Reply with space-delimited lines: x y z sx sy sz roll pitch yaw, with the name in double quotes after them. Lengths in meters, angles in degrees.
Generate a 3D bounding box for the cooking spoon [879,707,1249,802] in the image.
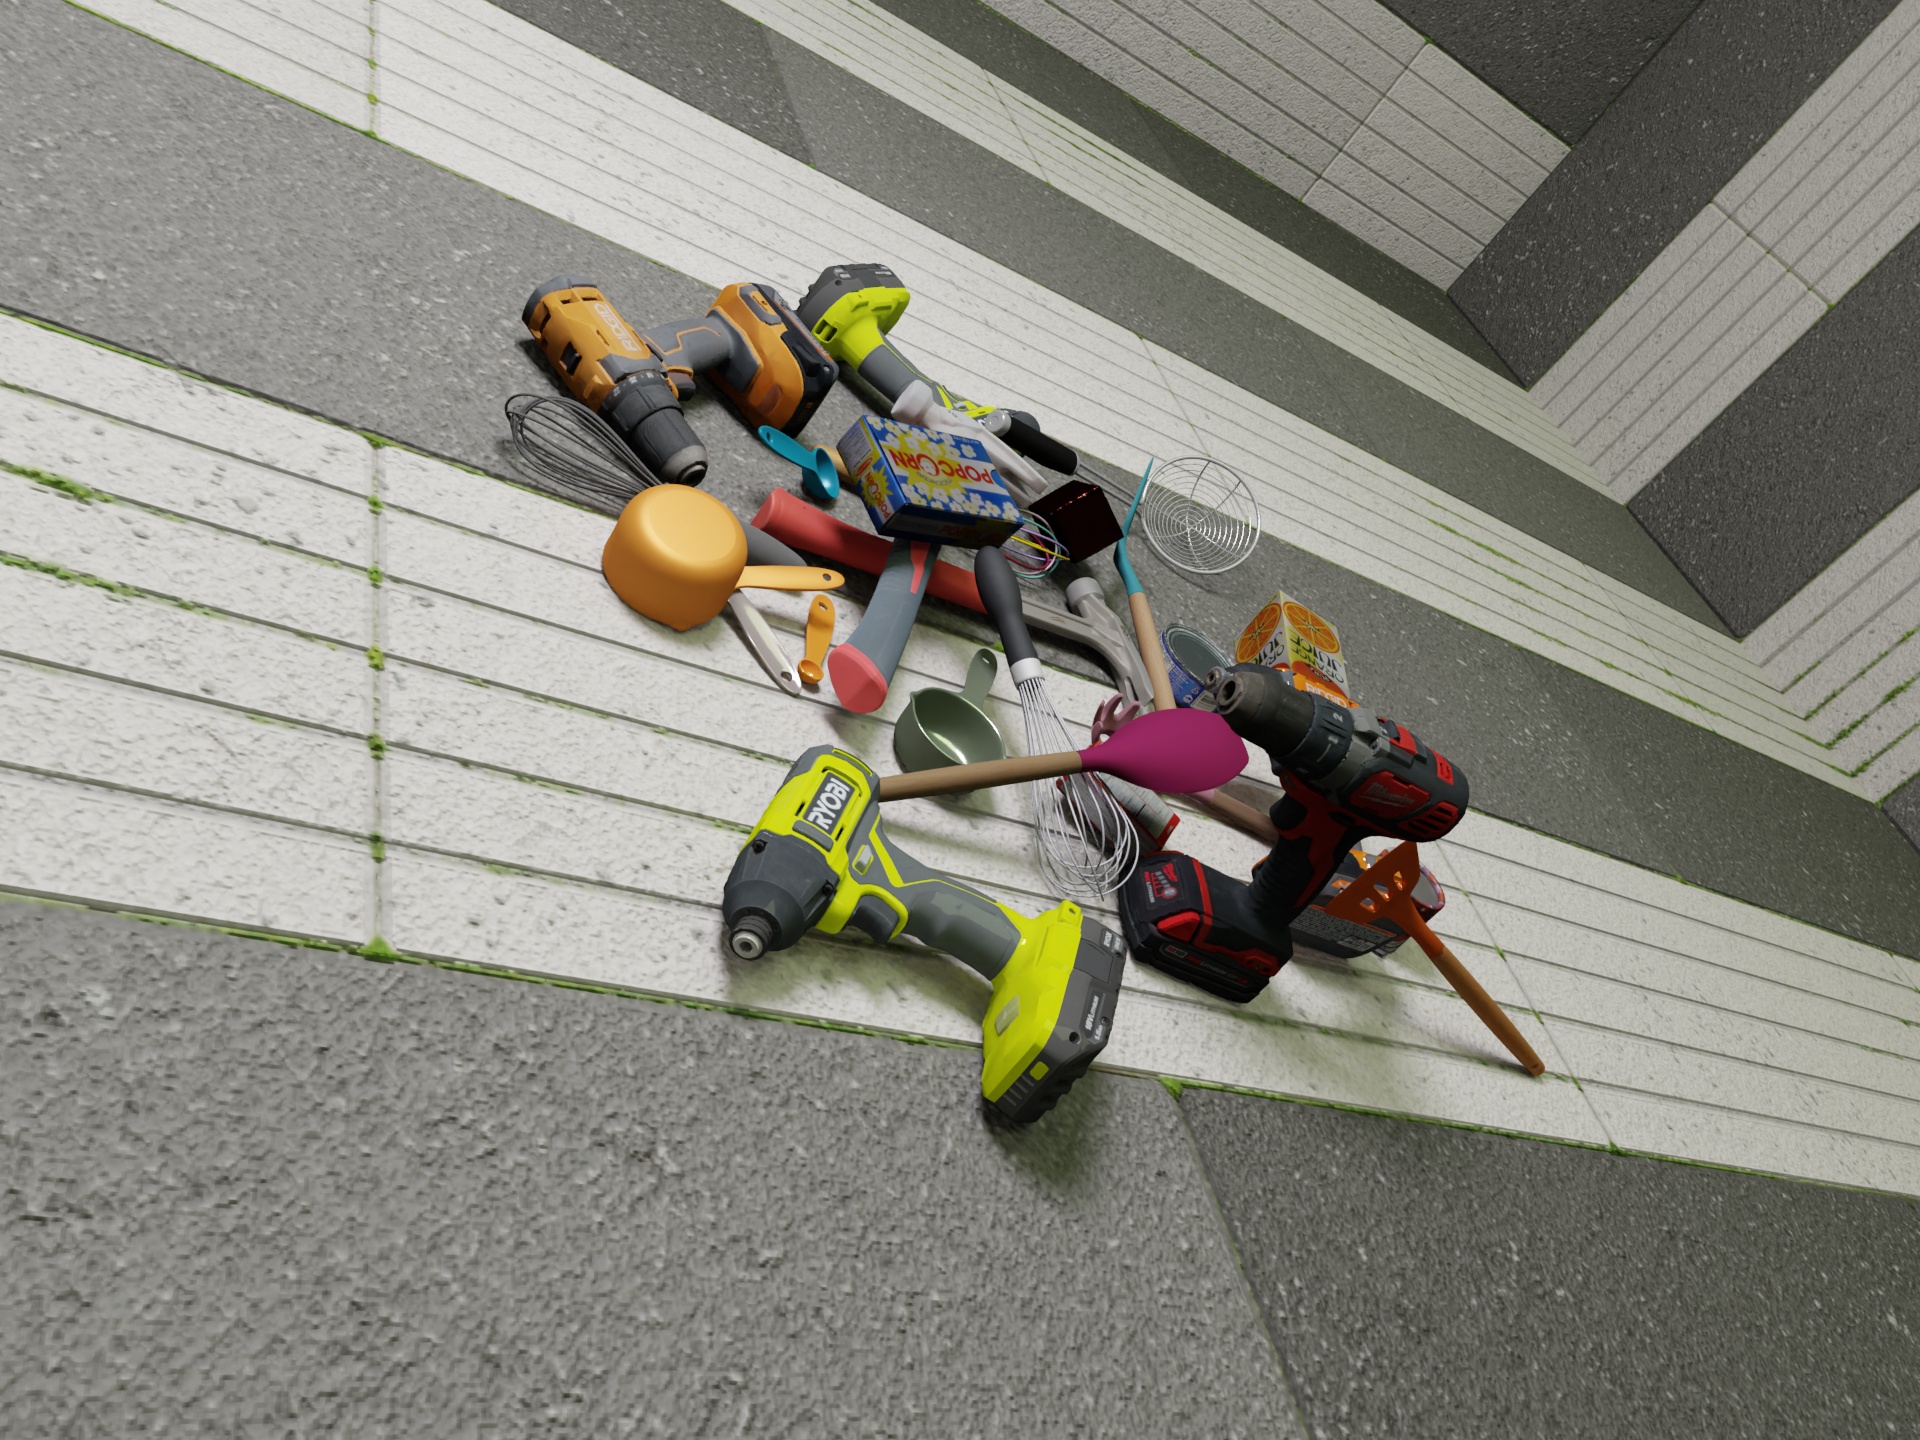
0.055 0.031 1.049 0.318 0.017 0.069 -7 58 -24 "cooking spoon"

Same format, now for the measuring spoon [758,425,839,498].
-0.130 -0.200 1.221 0.128 0.021 0.042 21 56 -67 "measuring spoon"

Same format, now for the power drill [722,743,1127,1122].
-0.024 0.123 0.900 0.223 0.080 0.171 33 30 -5 "power drill"

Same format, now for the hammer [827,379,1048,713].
-0.020 -0.122 1.188 0.143 0.038 0.387 35 36 -15 "hammer"

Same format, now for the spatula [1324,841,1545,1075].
0.372 0.190 1.195 0.322 0.081 0.041 44 9 -31 "spatula"

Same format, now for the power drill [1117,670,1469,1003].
0.197 0.073 1.052 0.187 0.226 0.080 26 33 -23 "power drill"

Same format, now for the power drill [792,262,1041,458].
-0.034 -0.311 1.457 0.228 0.080 0.190 48 32 8 "power drill"

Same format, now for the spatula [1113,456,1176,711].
0.168 -0.087 1.370 0.044 0.082 0.318 -1 56 -12 "spatula"

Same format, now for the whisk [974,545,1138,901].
0.057 -0.004 1.120 0.070 0.070 0.285 8 55 -42 "whisk"

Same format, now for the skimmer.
0.162 -0.231 1.501 0.363 0.090 0.127 17 68 -51 "skimmer"

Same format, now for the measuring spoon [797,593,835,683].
-0.102 -0.058 1.115 0.021 0.011 0.117 30 28 -17 "measuring spoon"

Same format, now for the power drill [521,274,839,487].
-0.195 -0.256 1.207 0.226 0.084 0.185 -18 65 -51 "power drill"

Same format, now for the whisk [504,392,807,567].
-0.204 -0.155 1.095 0.238 0.055 0.055 29 32 -25 "whisk"

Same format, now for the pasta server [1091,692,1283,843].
0.225 0.069 1.277 0.316 0.040 0.060 27 50 -23 "pasta server"

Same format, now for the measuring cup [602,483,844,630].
-0.147 -0.111 1.056 0.173 0.052 0.095 0 56 -31 "measuring cup"

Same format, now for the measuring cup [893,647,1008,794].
-0.002 -0.004 1.126 0.083 0.038 0.168 36 29 -7 "measuring cup"

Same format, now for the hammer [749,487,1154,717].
-0.002 -0.101 1.253 0.358 0.036 0.149 17 37 -34 "hammer"

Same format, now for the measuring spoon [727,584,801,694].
-0.145 -0.064 1.074 0.034 0.018 0.124 -23 73 -43 "measuring spoon"

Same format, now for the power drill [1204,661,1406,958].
0.265 0.058 1.247 0.164 0.084 0.227 21 49 -31 "power drill"

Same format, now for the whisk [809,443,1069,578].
-0.016 -0.177 1.336 0.244 0.051 0.047 20 37 -21 "whisk"
